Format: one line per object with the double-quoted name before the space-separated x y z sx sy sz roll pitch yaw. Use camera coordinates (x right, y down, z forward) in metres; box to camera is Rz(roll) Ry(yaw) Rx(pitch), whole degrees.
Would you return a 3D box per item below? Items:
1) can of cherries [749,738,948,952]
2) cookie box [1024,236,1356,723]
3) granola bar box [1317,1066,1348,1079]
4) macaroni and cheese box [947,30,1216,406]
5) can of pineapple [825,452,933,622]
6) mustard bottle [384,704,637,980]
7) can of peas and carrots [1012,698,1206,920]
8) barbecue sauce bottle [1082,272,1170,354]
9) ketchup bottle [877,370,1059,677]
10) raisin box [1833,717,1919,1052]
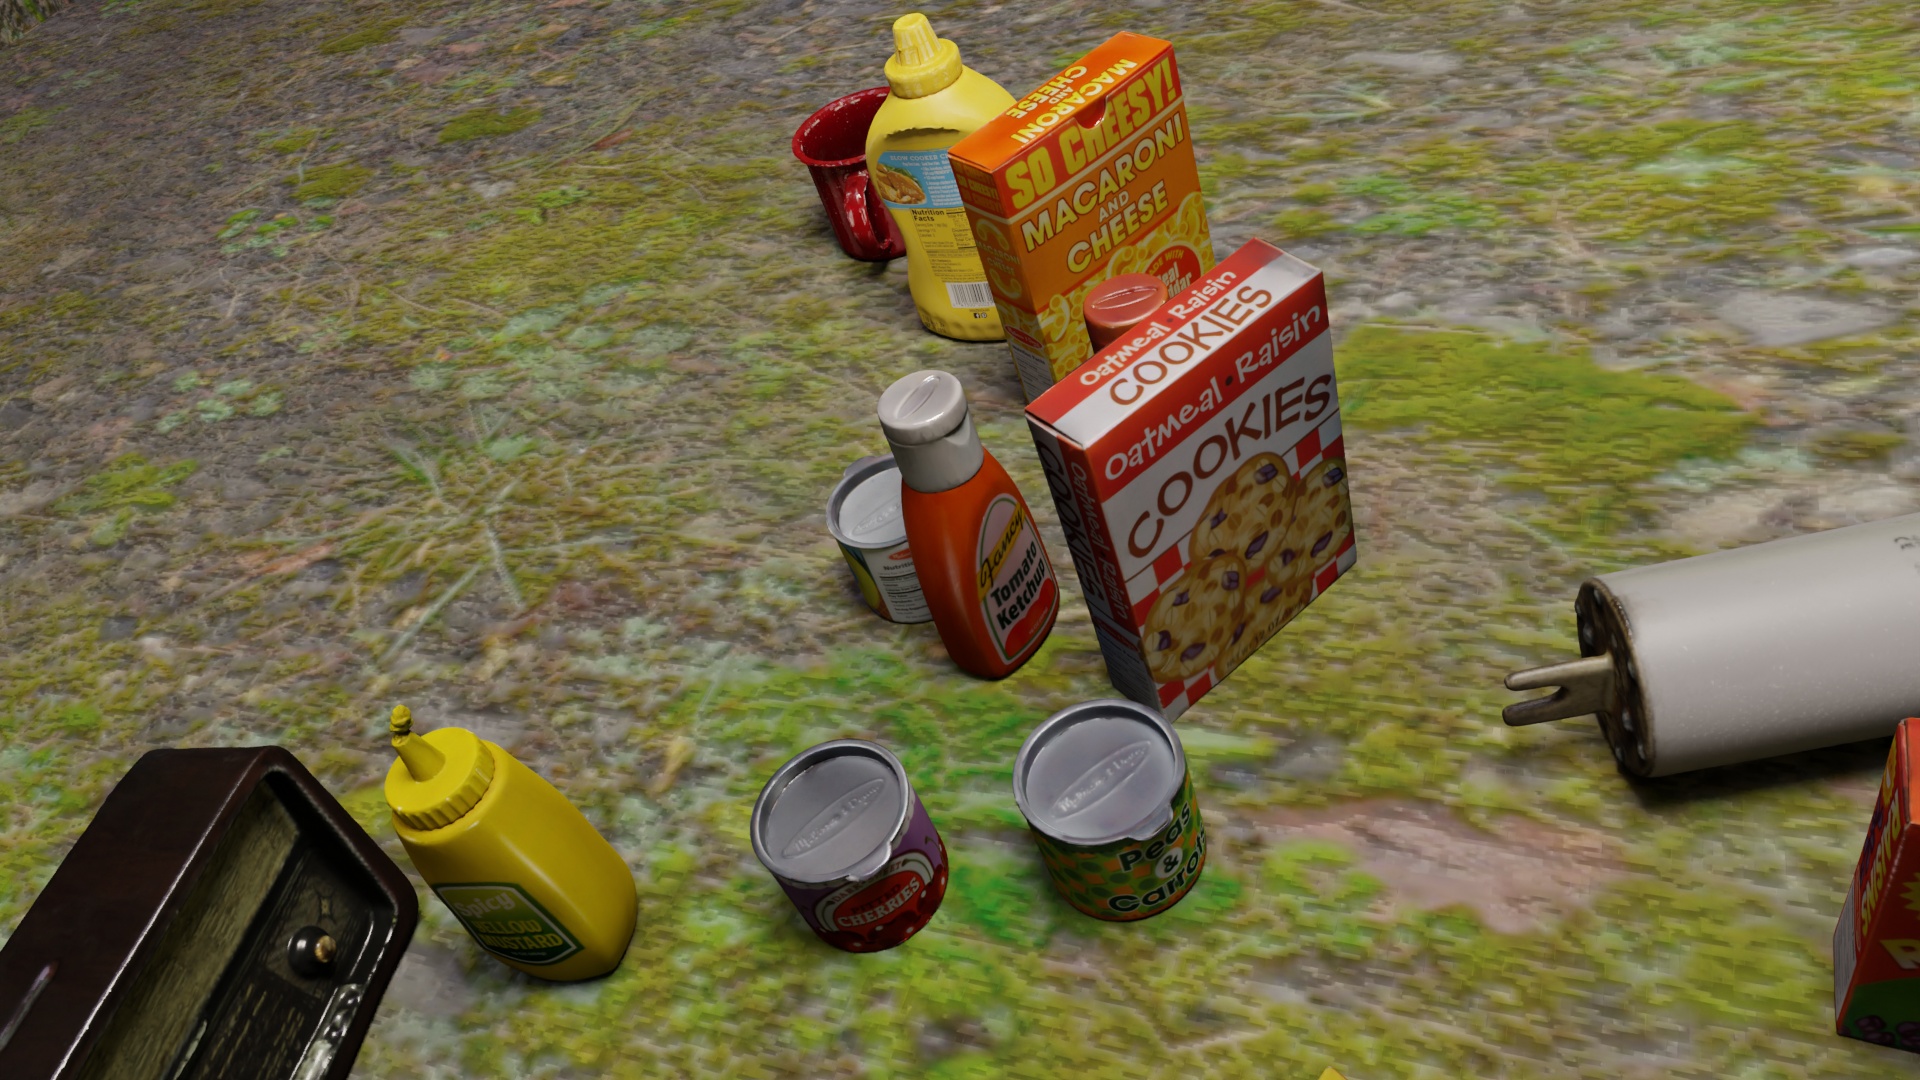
"can of cherries" -0.043 0.125 0.561 0.071 0.058 0.072 -11 43 11
"cookie box" 0.101 -0.020 0.571 0.123 0.166 0.040 -38 45 -17
"granola bar box" 0.151 0.220 0.338 0.039 0.123 0.166 -40 46 -19
"macaroni and cheese box" 0.072 -0.157 0.723 0.124 0.165 0.040 -39 45 -18
"can of pineapple" -0.026 -0.003 0.685 0.071 0.057 0.071 -11 43 11
"mustard bottle" -0.185 0.118 0.550 0.065 0.159 0.049 -7 45 16
"can of peas and carrots" 0.061 0.106 0.539 0.071 0.058 0.071 -11 43 11
"barbecue sauce bottle" 0.088 -0.049 0.619 0.065 0.147 0.044 -13 43 9
"ketchup bottle" 0.002 -0.008 0.611 0.043 0.148 0.065 15 54 34
"raisin box" 0.306 0.106 0.393 0.086 0.122 0.040 7 50 28
